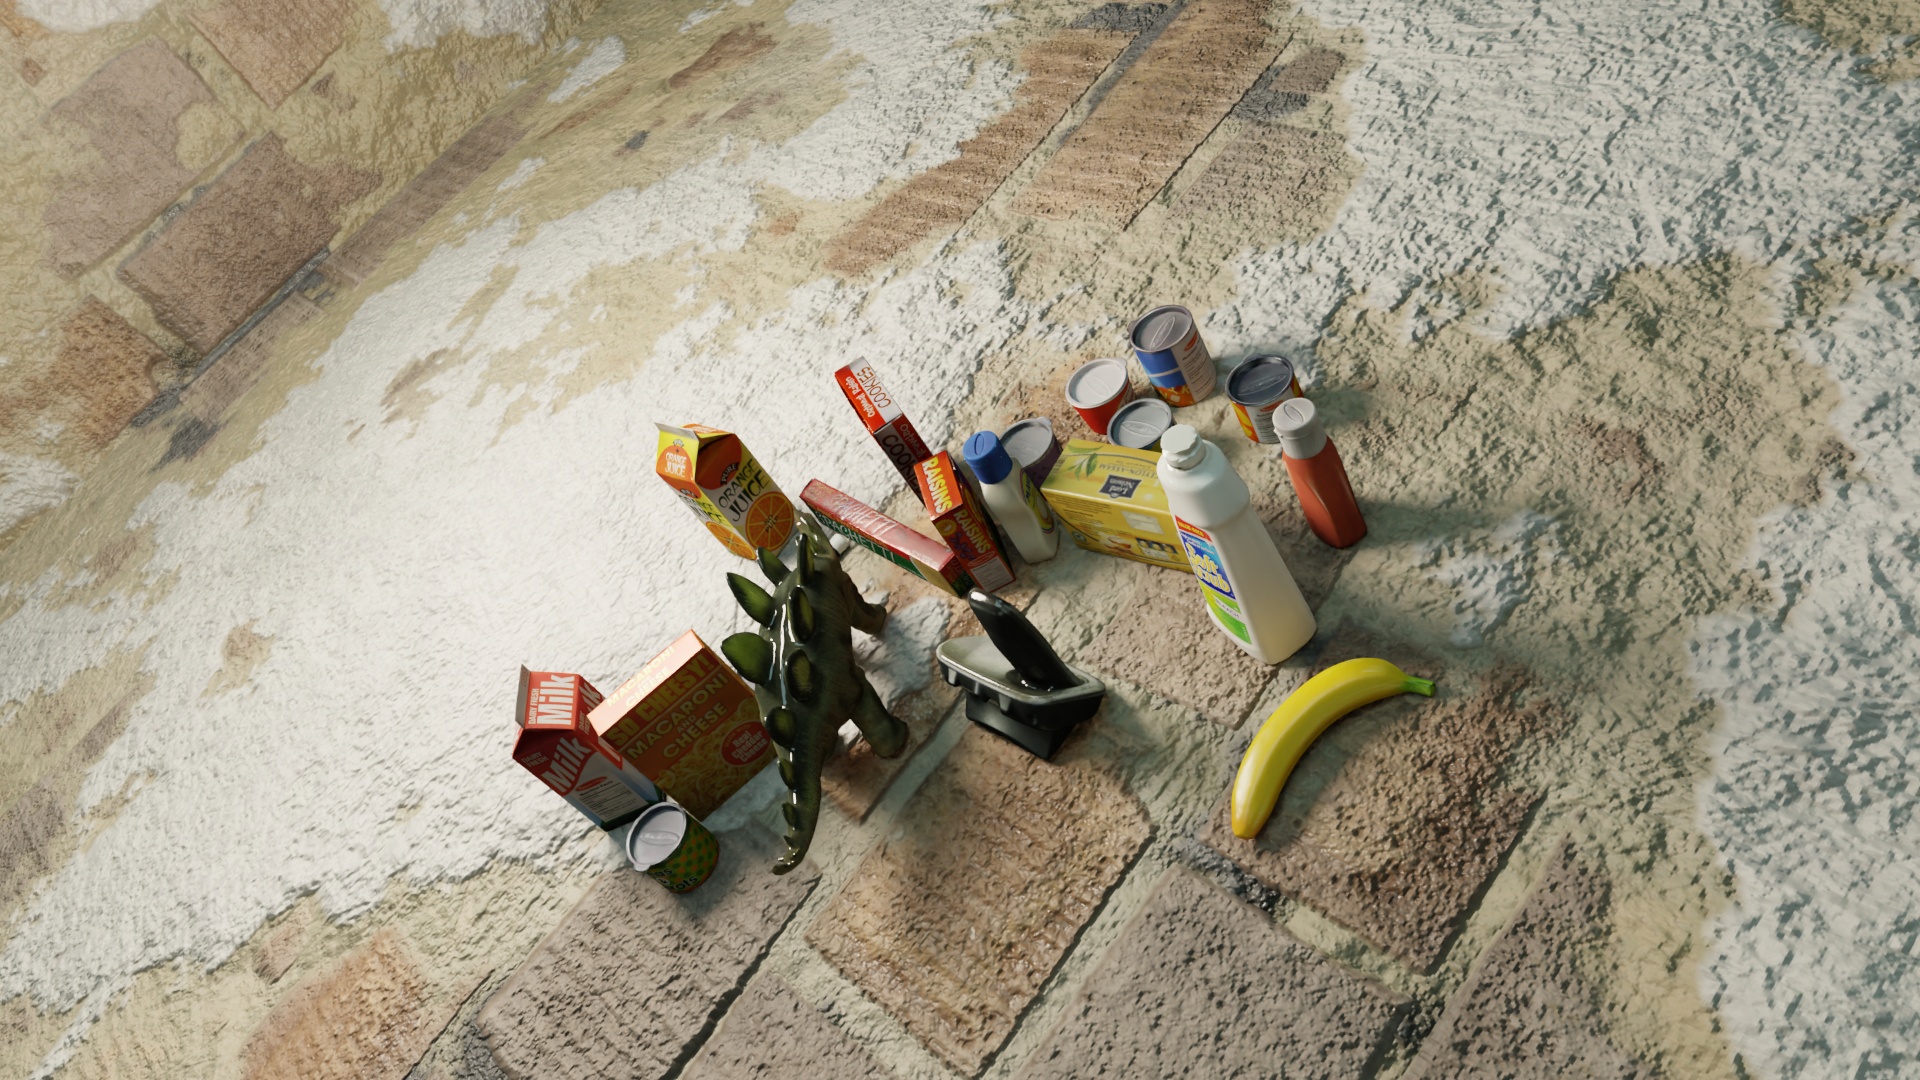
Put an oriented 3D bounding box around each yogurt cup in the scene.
[{"bbox_3d":[0.148,-0.146,1.430,0.072,0.053,0.073,-17,45,18],"label":"yogurt cup"}]

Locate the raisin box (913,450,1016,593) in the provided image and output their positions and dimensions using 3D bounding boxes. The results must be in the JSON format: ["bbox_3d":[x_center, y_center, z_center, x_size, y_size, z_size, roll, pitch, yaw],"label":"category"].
[{"bbox_3d":[0.005,-0.017,1.352,0.040,0.123,0.086,-27,43,9],"label":"raisin box"}]

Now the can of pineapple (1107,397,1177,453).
[{"bbox_3d":[0.183,-0.095,1.360,0.071,0.057,0.071,-17,45,18],"label":"can of pineapple"}]

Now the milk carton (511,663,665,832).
[{"bbox_3d":[-0.368,0.197,1.342,0.073,0.190,0.073,-25,43,11],"label":"milk carton"}]

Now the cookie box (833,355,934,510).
[{"bbox_3d":[-0.059,-0.096,1.431,0.040,0.167,0.123,-35,42,0],"label":"cookie box"}]

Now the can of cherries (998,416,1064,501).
[{"bbox_3d":[0.076,-0.082,1.414,0.071,0.058,0.072,-17,45,18],"label":"can of cherries"}]

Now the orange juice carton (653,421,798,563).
[{"bbox_3d":[-0.258,-0.061,1.505,0.072,0.192,0.073,16,62,41],"label":"orange juice carton"}]

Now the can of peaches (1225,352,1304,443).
[{"bbox_3d":[0.293,-0.136,1.328,0.071,0.058,0.071,-17,45,18],"label":"can of peaches"}]

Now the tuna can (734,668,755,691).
[{"bbox_3d":[-0.192,0.134,1.405,0.071,0.032,0.071,-17,45,18],"label":"tuna can"}]

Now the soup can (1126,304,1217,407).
[{"bbox_3d":[0.214,-0.186,1.403,0.071,0.083,0.072,-17,45,18],"label":"soup can"}]

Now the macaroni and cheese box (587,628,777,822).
[{"bbox_3d":[-0.250,0.175,1.305,0.124,0.166,0.040,-41,43,-6],"label":"macaroni and cheese box"}]

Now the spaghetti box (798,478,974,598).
[{"bbox_3d":[-0.081,-0.006,1.449,0.250,0.050,0.029,27,70,44],"label":"spaghetti box"}]

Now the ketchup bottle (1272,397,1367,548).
[{"bbox_3d":[0.303,-0.059,1.184,0.043,0.148,0.065,-34,42,2],"label":"ketchup bottle"}]

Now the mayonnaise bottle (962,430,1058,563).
[{"bbox_3d":[0.049,-0.044,1.330,0.041,0.147,0.065,-16,46,20],"label":"mayonnaise bottle"}]

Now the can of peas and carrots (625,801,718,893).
[{"bbox_3d":[-0.269,0.289,1.294,0.071,0.058,0.071,-17,45,18],"label":"can of peas and carrots"}]
